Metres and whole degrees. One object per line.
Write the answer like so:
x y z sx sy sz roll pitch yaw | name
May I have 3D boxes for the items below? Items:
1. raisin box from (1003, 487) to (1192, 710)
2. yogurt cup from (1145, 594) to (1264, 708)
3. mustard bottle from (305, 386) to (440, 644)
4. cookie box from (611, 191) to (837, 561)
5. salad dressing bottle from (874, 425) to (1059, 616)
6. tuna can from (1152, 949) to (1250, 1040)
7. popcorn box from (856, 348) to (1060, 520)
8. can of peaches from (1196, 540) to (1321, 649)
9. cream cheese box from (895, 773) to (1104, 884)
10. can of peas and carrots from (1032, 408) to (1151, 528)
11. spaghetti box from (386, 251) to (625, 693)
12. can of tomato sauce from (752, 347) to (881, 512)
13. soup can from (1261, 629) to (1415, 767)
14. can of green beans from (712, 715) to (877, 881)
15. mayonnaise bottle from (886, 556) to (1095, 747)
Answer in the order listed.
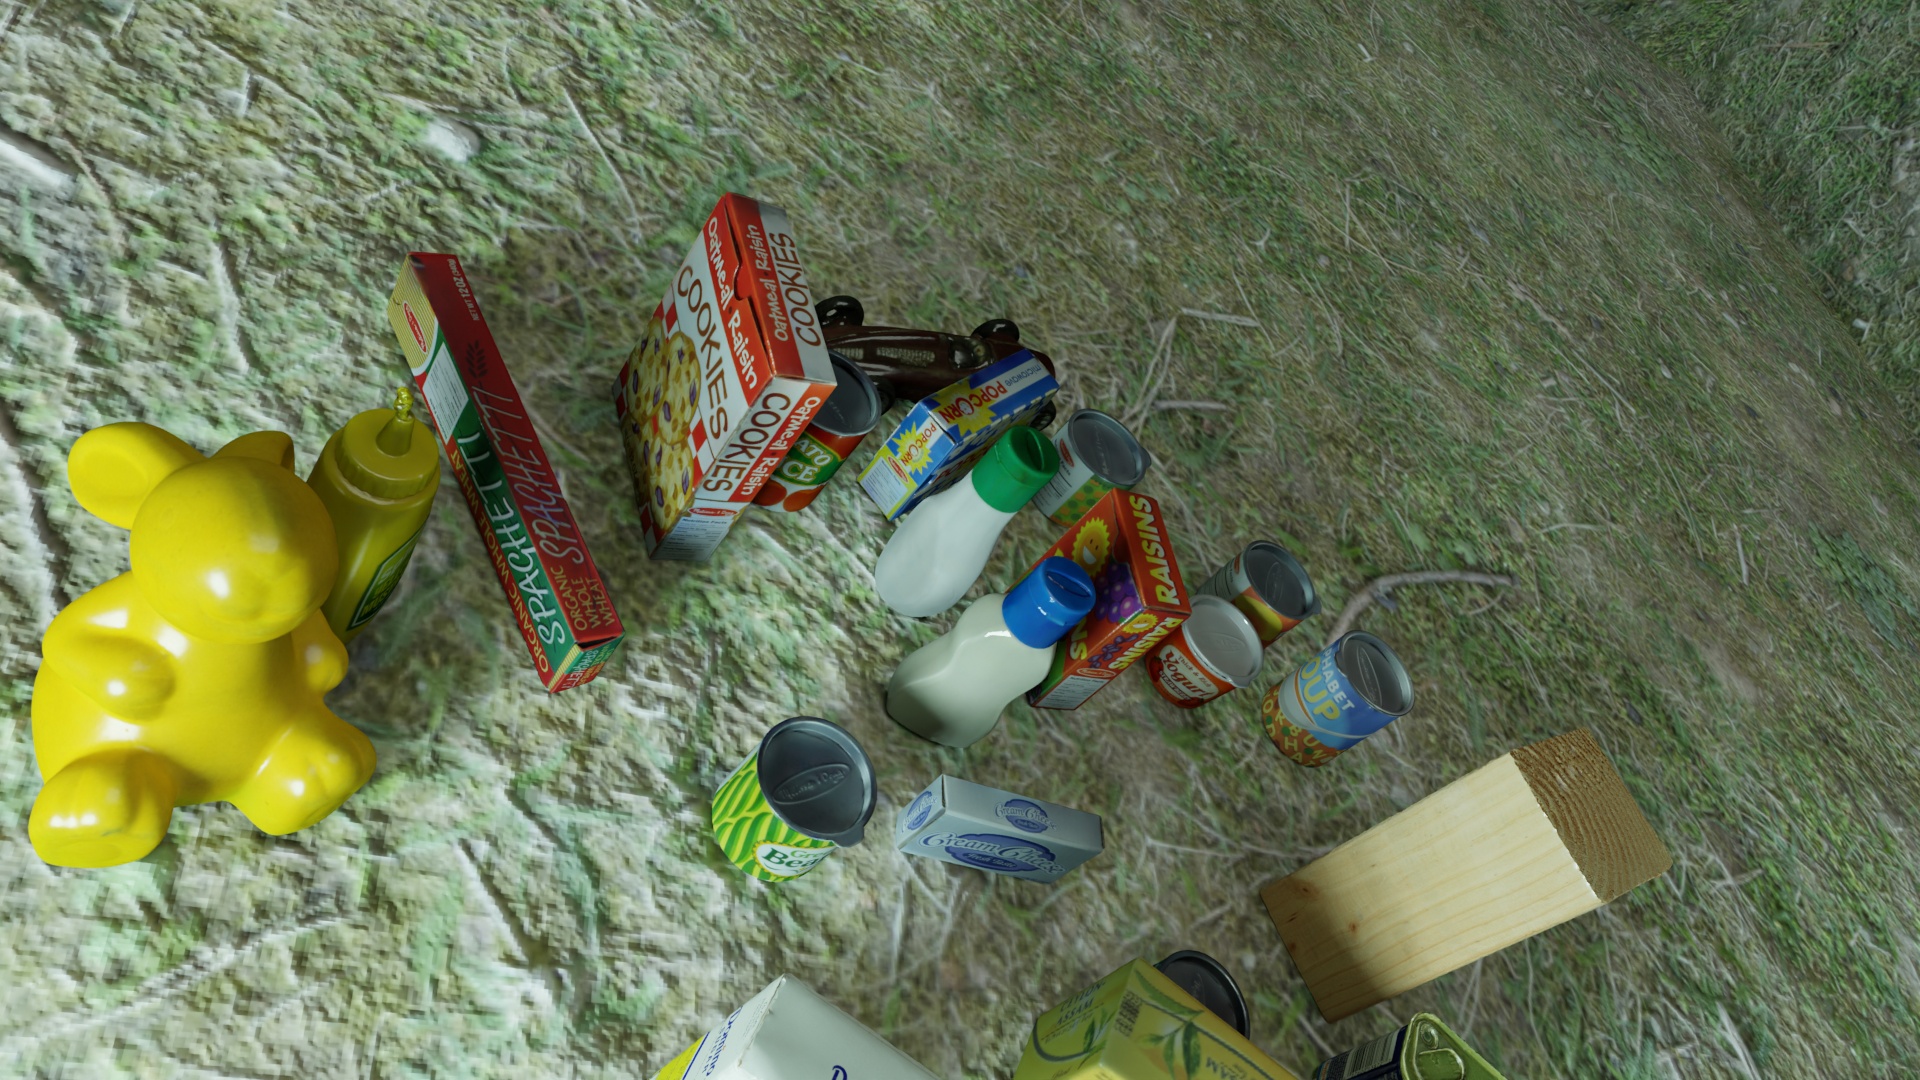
0.081 0.038 0.854 0.040 0.122 0.086 12 51 -31 | raisin box
0.162 0.077 0.936 0.072 0.053 0.073 21 46 -23 | yogurt cup
-0.260 -0.012 0.604 0.049 0.159 0.066 35 42 -10 | mustard bottle
-0.134 -0.085 0.755 0.040 0.166 0.123 4 55 -36 | cookie box
0.003 -0.010 0.815 0.044 0.147 0.064 12 50 -31 | salad dressing bottle
0.123 0.264 0.770 0.071 0.032 0.071 21 46 -23 | tuna can
0.000 -0.071 0.909 0.038 0.084 0.127 50 42 7 | popcorn box
0.214 0.044 1.001 0.071 0.057 0.071 21 46 -23 | can of peaches
0.021 0.160 0.761 0.104 0.053 0.024 19 47 -25 | cream cheese box
0.089 -0.050 0.981 0.071 0.058 0.071 21 46 -23 | can of peas and carrots
-0.241 -0.040 0.724 0.029 0.050 0.250 -11 64 -43 | spaghetti box
-0.097 -0.065 0.831 0.071 0.082 0.071 21 46 -24 | can of tomato sauce
0.258 0.110 0.962 0.071 0.083 0.072 21 46 -24 | soup can
-0.084 0.131 0.699 0.071 0.057 0.071 21 46 -23 | can of green beans
0.019 0.062 0.768 0.065 0.147 0.041 27 44 -18 | mayonnaise bottle
